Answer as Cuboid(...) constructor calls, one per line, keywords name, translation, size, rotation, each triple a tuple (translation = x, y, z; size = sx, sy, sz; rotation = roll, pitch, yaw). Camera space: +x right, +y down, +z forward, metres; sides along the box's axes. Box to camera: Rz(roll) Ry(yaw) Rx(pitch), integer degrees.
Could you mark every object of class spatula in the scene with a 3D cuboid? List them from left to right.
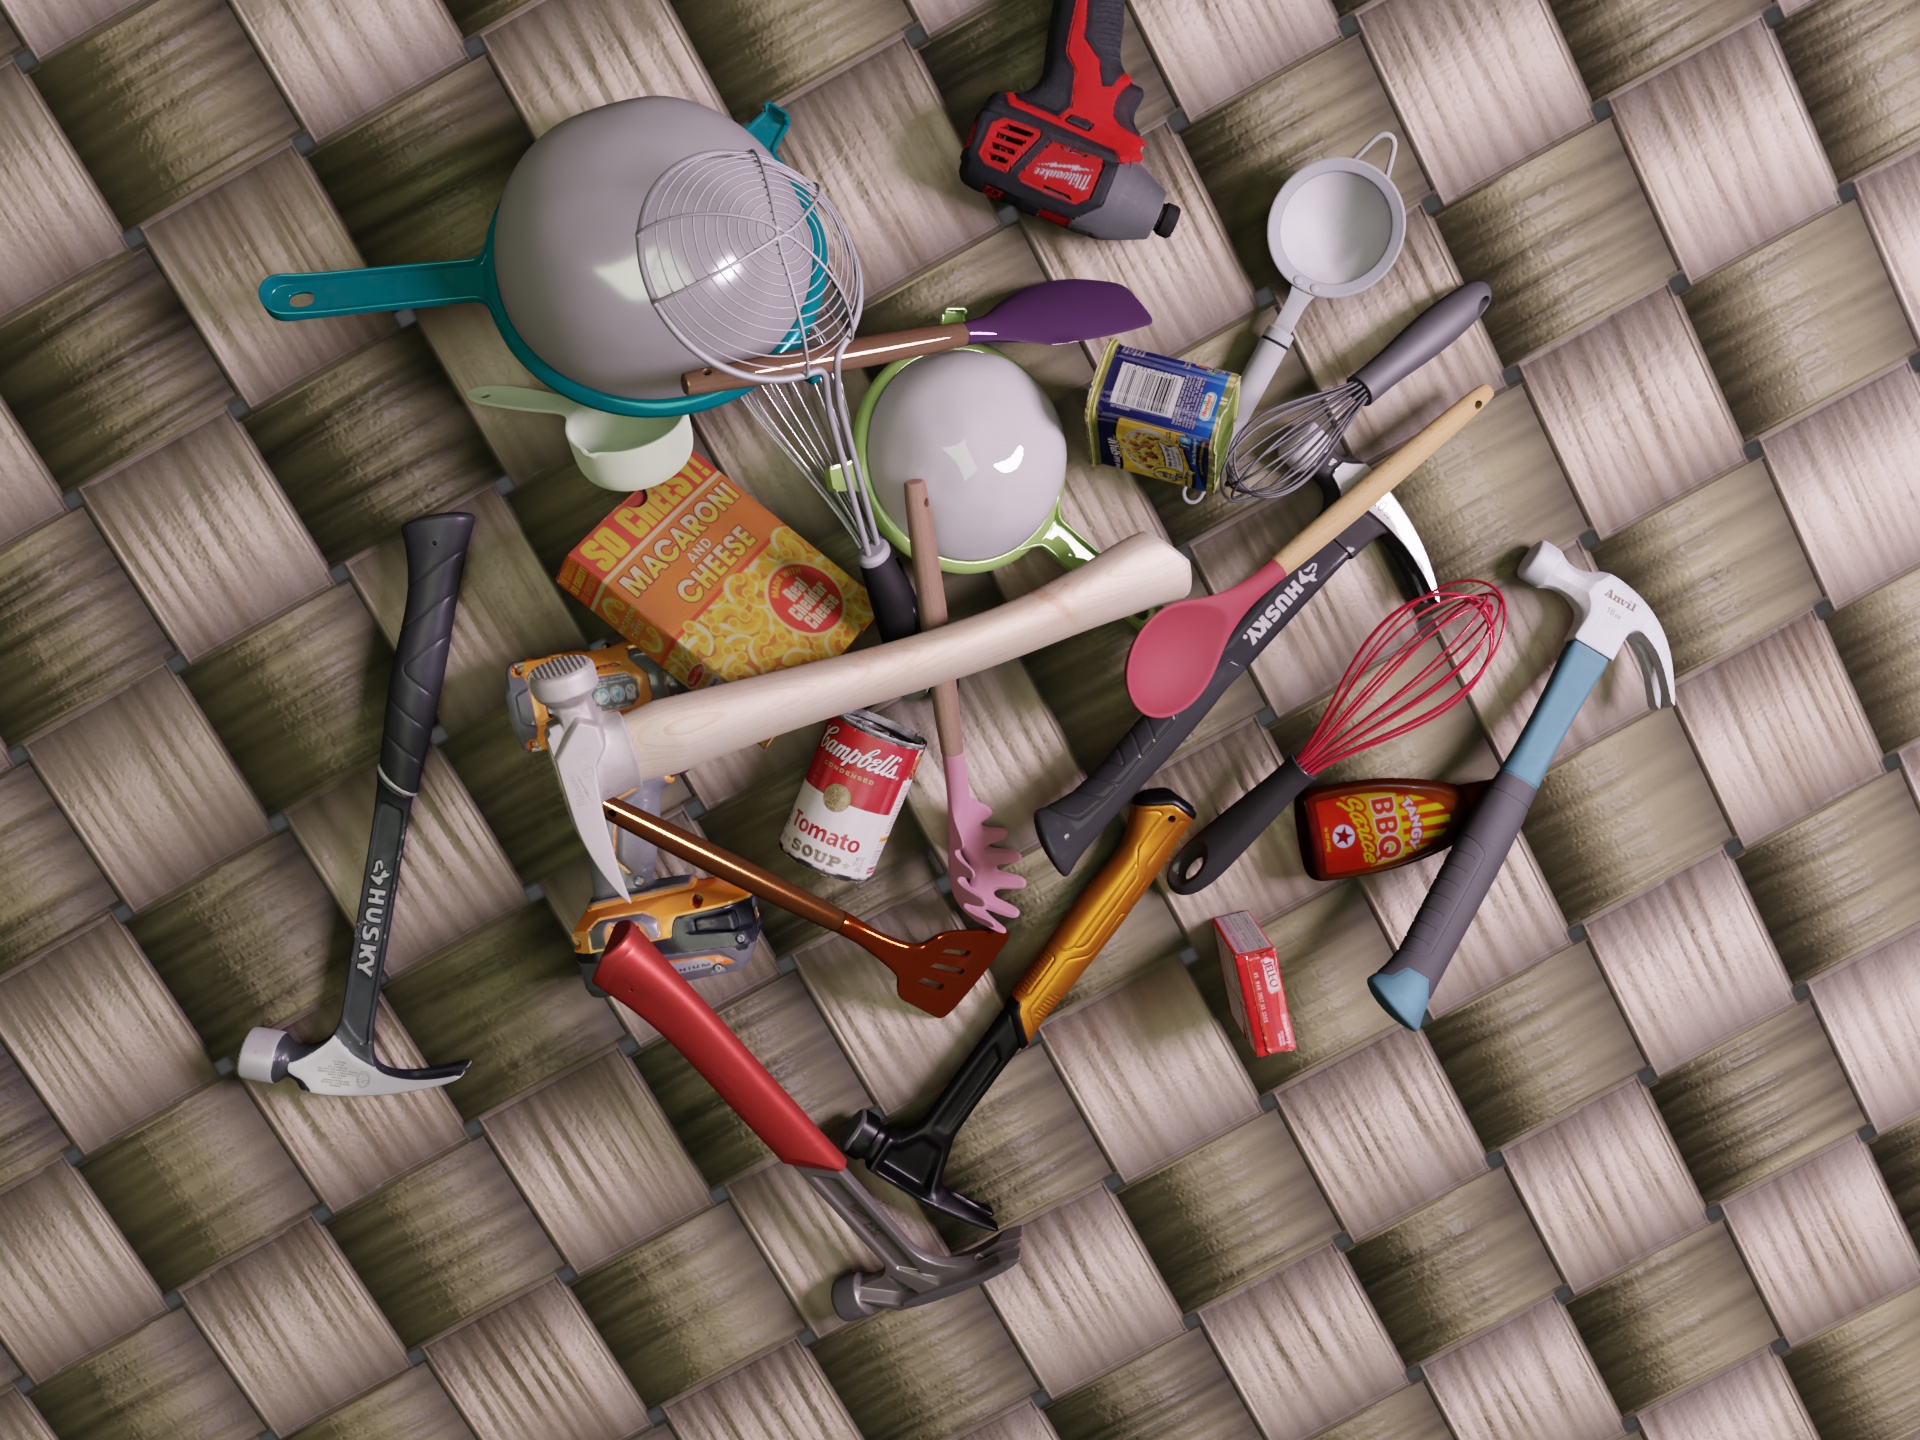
Cuboid(name="spatula", translation=(-0.100, 0.115, 1.021), size=(0.322, 0.041, 0.081), rotation=(31, 102, -29))
Cuboid(name="spatula", translation=(-0.022, -0.234, 0.972), size=(0.316, 0.018, 0.060), rotation=(-17, 58, -25))

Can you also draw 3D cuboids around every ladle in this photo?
Cuboid(name="ladle", translation=(0.224, -0.116, 1.024), size=(0.315, 0.031, 0.069), rotation=(-40, 121, -5))

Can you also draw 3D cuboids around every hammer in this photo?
Cuboid(name="hammer", translation=(-0.375, 0.060, 1.064), size=(0.149, 0.036, 0.409), rotation=(12, 98, -5))
Cuboid(name="hammer", translation=(-0.110, 0.264, 1.047), size=(0.149, 0.037, 0.358), rotation=(-27, 115, 20))
Cuboid(name="hammer", translation=(-0.041, -0.022, 0.962), size=(0.410, 0.038, 0.146), rotation=(-19, 112, -18))
Cuboid(name="hammer", translation=(0.061, 0.194, 1.102), size=(0.127, 0.034, 0.337), rotation=(34, 95, -11))
Cuboid(name="hammer", translation=(0.172, -0.028, 1.056), size=(0.146, 0.035, 0.335), rotation=(42, 88, -8))
Cuboid(name="hammer", translation=(0.361, 0.051, 1.054), size=(0.128, 0.033, 0.331), rotation=(30, 84, 1))

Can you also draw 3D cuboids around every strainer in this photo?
Cuboid(name="strainer", translation=(-0.249, -0.286, 0.939), size=(0.340, 0.095, 0.211), rotation=(-8, 75, -7))
Cuboid(name="strainer", translation=(0.051, -0.139, 1.016), size=(0.256, 0.069, 0.151), rotation=(39, 75, -17))
Cuboid(name="strainer", translation=(0.209, -0.258, 1.036), size=(0.087, 0.050, 0.258), rotation=(28, 103, -1))

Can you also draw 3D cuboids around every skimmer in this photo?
Cuboid(name="skimmer", translation=(-0.085, -0.153, 0.934), size=(0.090, 0.362, 0.127), rotation=(24, 57, 31))

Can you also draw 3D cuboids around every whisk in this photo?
Cuboid(name="whisk", translation=(-0.067, -0.138, 1.036), size=(0.070, 0.070, 0.284), rotation=(-27, 104, 2))
Cuboid(name="whisk", translation=(0.240, 0.017, 1.046), size=(0.073, 0.073, 0.295), rotation=(40, 113, -8))
Cuboid(name="whisk", translation=(0.256, -0.215, 1.019), size=(0.239, 0.055, 0.055), rotation=(-39, 99, -14))

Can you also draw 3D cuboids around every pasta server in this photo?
Cuboid(name="pasta server", translation=(-0.002, -0.003, 1.027), size=(0.040, 0.060, 0.316), rotation=(6, 119, 26))

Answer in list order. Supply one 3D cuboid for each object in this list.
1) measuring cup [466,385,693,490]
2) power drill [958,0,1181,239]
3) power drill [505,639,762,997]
Cuboid(name="measuring cup", translation=(-0.244, -0.185, 1.011), size=(0.168, 0.083, 0.038), rotation=(14, 139, 24))
Cuboid(name="power drill", translation=(0.102, -0.413, 0.990), size=(0.143, 0.078, 0.219), rotation=(22, 100, -6))
Cuboid(name="power drill", translation=(-0.187, 0.053, 1.051), size=(0.185, 0.084, 0.226), rotation=(-11, 95, -3))
